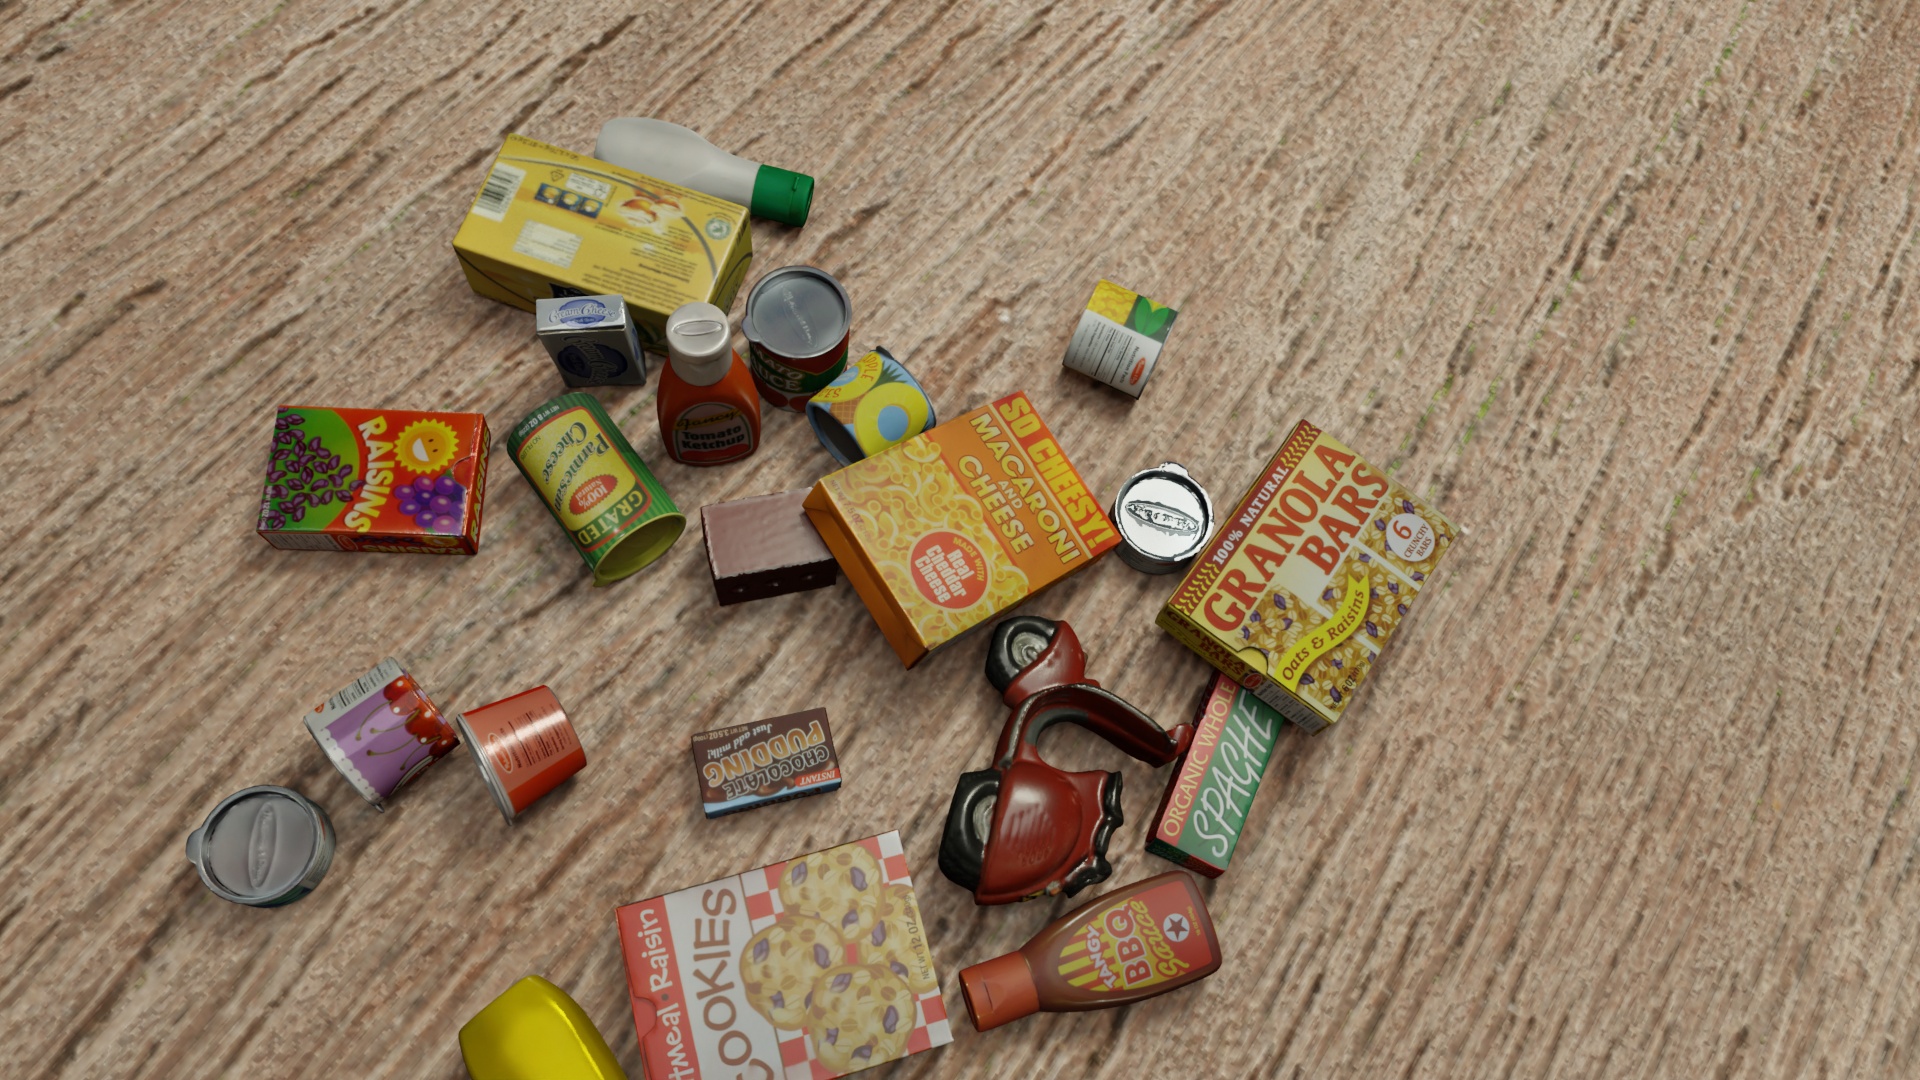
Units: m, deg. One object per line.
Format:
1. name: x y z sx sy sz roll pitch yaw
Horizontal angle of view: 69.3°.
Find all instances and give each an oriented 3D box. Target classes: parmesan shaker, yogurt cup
1. parmesan shaker: -0.230 -0.032 0.868 0.071 0.071 0.103 -35 77 -17
2. yogurt cup: -0.254 0.120 0.810 0.054 0.072 0.072 -27 75 -24

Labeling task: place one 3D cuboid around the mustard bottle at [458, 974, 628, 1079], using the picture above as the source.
1. mustard bottle: -0.204 0.314 0.750 0.065 0.048 0.160 -37 79 -17

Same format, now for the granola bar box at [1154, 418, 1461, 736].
1. granola bar box: 0.222 0.021 0.883 0.124 0.039 0.166 36 69 8

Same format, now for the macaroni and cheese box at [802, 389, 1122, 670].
1. macaroni and cheese box: 0.003 -0.011 0.873 0.167 0.040 0.124 -27 79 -33

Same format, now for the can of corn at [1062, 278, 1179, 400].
1. can of corn: 0.109 -0.138 0.948 0.058 0.071 0.071 25 69 3

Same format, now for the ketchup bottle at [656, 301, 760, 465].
1. ketchup bottle: -0.157 -0.095 0.855 0.065 0.148 0.043 -8 70 -9

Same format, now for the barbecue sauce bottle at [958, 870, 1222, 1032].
1. barbecue sauce bottle: 0.074 0.245 0.812 0.149 0.043 0.065 -16 73 -12

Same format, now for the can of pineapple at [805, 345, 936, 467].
1. can of pineapple: -0.059 -0.083 0.905 0.058 0.070 0.071 -41 79 -18

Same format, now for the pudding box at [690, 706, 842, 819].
1. pudding box: -0.117 0.134 0.837 0.084 0.030 0.050 -11 72 -10

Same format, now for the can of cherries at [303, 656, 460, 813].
1. can of cherries: -0.332 0.112 0.803 0.058 0.071 0.071 -38 78 -19

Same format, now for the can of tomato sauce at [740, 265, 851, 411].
1. can of tomato sauce: -0.107 -0.129 0.908 0.071 0.082 0.071 2 70 -6

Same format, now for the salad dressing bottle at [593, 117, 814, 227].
1. salad dressing bottle: -0.178 -0.253 0.968 0.148 0.043 0.064 13 66 -3

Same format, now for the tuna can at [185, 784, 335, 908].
1. tuna can: -0.396 0.174 0.788 0.071 0.032 0.071 2 69 -6

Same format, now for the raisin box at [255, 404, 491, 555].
1. raisin box: -0.363 -0.038 0.868 0.123 0.040 0.086 2 69 -7

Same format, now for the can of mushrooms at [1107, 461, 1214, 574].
1. can of mushrooms: 0.133 -0.015 0.920 0.071 0.033 0.071 2 70 -5

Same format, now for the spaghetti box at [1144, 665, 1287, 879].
1. spaghetti box: 0.187 0.092 0.890 0.050 0.028 0.251 25 69 4

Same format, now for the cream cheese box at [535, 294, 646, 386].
1. cream cheese box: -0.233 -0.124 0.881 0.053 0.103 0.024 -4 78 -6

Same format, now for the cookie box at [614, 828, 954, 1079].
1. cookie box: -0.101 0.248 0.791 0.168 0.040 0.123 -13 72 -11
